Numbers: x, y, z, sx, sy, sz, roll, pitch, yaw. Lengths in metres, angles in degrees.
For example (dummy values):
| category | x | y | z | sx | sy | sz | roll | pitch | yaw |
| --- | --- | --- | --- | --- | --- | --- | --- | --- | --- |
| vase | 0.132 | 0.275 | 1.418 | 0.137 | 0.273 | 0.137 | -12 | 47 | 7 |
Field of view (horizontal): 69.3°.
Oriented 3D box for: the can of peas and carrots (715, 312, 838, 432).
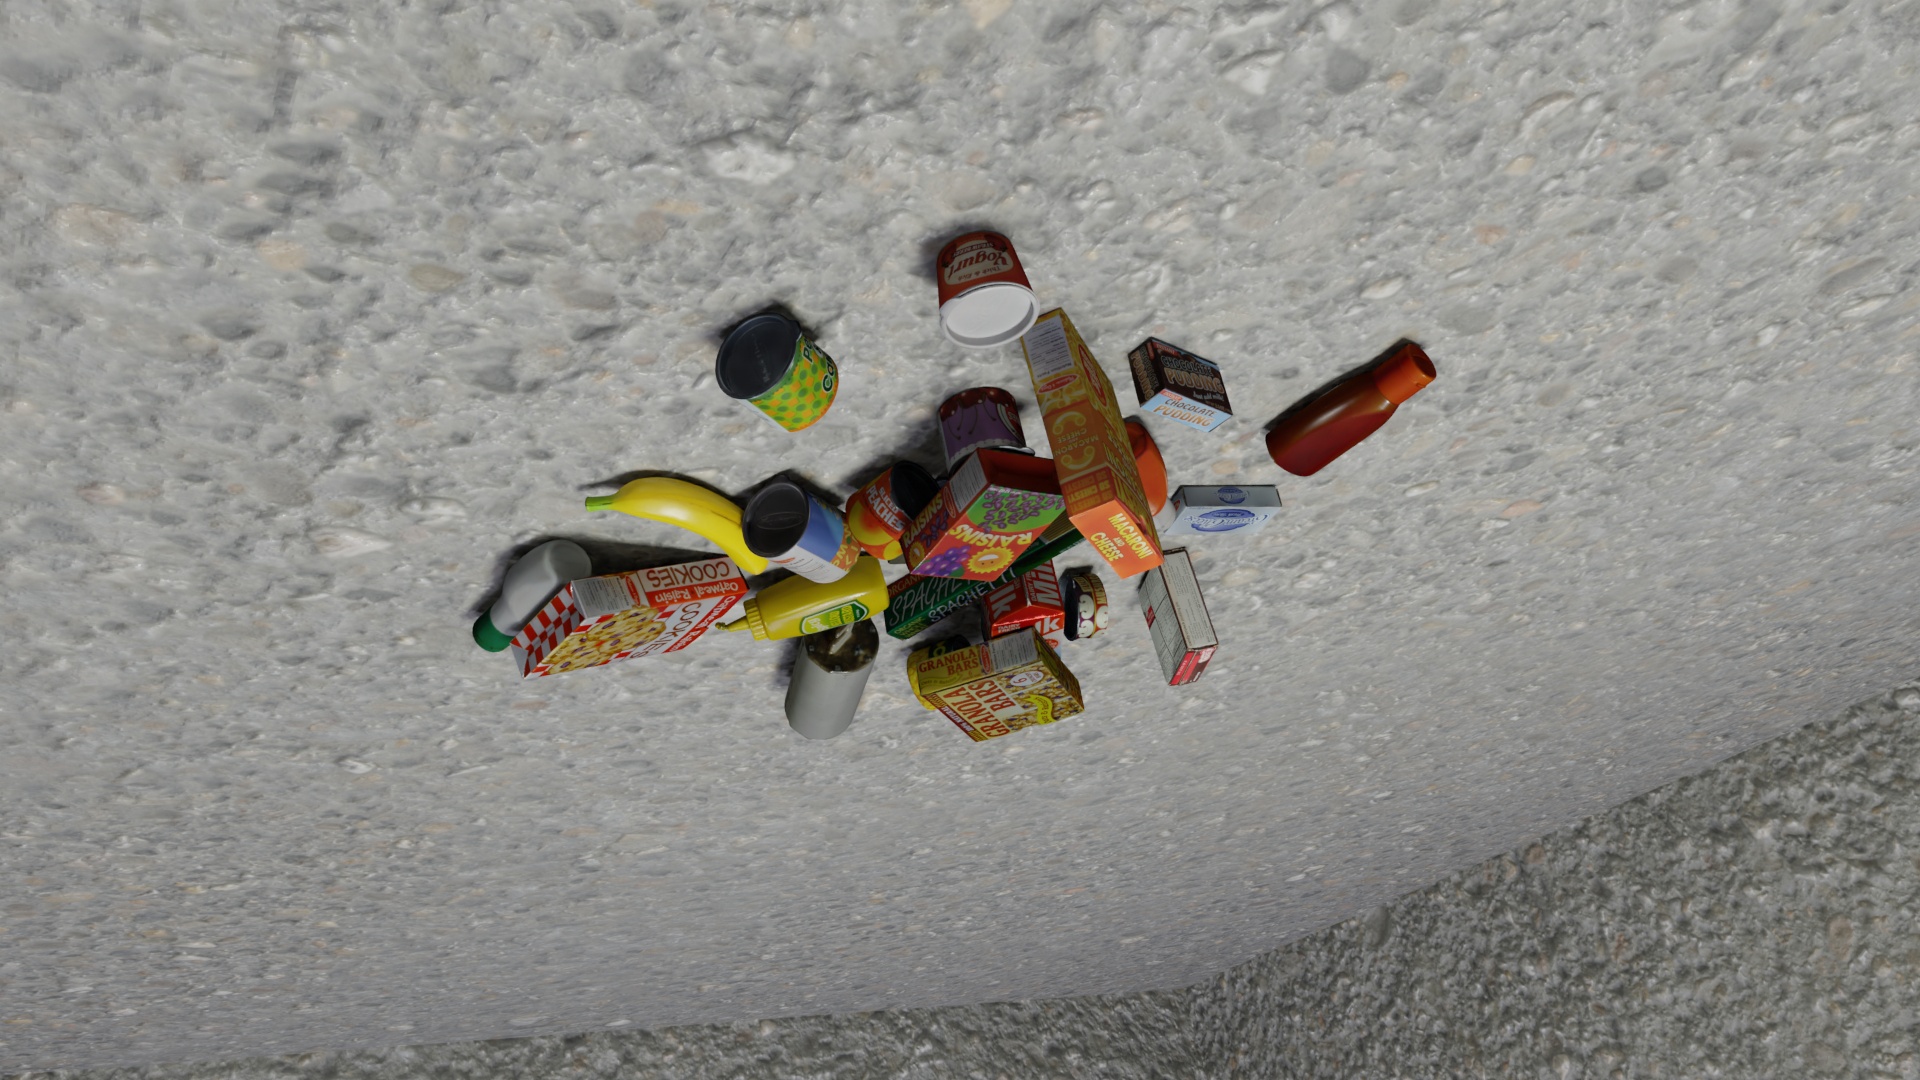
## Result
| category | x | y | z | sx | sy | sz | roll | pitch | yaw |
| --- | --- | --- | --- | --- | --- | --- | --- | --- | --- |
| can of peas and carrots | -0.124 | -0.117 | 0.962 | 0.071 | 0.071 | 0.058 | -23 | 150 | 19 |

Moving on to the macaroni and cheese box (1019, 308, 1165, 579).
| category | x | y | z | sx | sy | sz | roll | pitch | yaw |
| --- | --- | --- | --- | --- | --- | --- | --- | --- | --- |
| macaroni and cheese box | 0.098 | -0.070 | 1.027 | 0.040 | 0.167 | 0.123 | -22 | 150 | 16 |

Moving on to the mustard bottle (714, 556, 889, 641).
| category | x | y | z | sx | sy | sz | roll | pitch | yaw |
| --- | --- | --- | --- | --- | --- | --- | --- | --- | --- |
| mustard bottle | -0.147 | 0.061 | 1.278 | 0.160 | 0.049 | 0.065 | -17 | 152 | -6 |

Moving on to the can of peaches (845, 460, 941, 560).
| category | x | y | z | sx | sy | sz | roll | pitch | yaw |
| --- | --- | --- | --- | --- | --- | --- | --- | --- | --- |
| can of peaches | -0.055 | -0.024 | 1.155 | 0.058 | 0.071 | 0.071 | -32 | 146 | 33 |

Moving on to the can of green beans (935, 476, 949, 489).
| category | x | y | z | sx | sy | sz | roll | pitch | yaw |
| --- | --- | --- | --- | --- | --- | --- | --- | --- | --- |
| can of green beans | 0.004 | -0.017 | 1.193 | 0.058 | 0.071 | 0.071 | 11 | 144 | -37 |

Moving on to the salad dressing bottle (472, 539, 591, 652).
| category | x | y | z | sx | sy | sz | roll | pitch | yaw |
| --- | --- | --- | --- | --- | --- | --- | --- | --- | --- |
| salad dressing bottle | -0.372 | 0.051 | 1.193 | 0.064 | 0.044 | 0.147 | 10 | 146 | -43 |

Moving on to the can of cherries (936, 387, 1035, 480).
| category | x | y | z | sx | sy | sz | roll | pitch | yaw |
| --- | --- | --- | --- | --- | --- | --- | --- | --- | --- |
| can of cherries | 0.020 | -0.080 | 1.095 | 0.071 | 0.058 | 0.071 | -9 | 150 | -5 |

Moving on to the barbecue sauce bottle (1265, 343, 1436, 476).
| category | x | y | z | sx | sy | sz | roll | pitch | yaw |
| --- | --- | --- | --- | --- | --- | --- | --- | --- | --- |
| barbecue sauce bottle | 0.333 | -0.110 | 1.180 | 0.065 | 0.044 | 0.148 | 12 | 143 | -38 |

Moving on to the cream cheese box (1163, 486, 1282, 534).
| category | x | y | z | sx | sy | sz | roll | pitch | yaw |
| --- | --- | --- | --- | --- | --- | --- | --- | --- | --- |
| cream cheese box | 0.245 | -0.028 | 1.313 | 0.104 | 0.024 | 0.053 | -1 | 151 | -20 |

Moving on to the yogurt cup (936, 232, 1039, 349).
| category | x | y | z | sx | sy | sz | roll | pitch | yaw |
| --- | --- | --- | --- | --- | --- | --- | --- | --- | --- |
| yogurt cup | 0.015 | -0.169 | 0.934 | 0.072 | 0.054 | 0.072 | -10 | 152 | -5 |

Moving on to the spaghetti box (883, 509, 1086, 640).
| category | x | y | z | sx | sy | sz | roll | pitch | yaw |
| --- | --- | --- | --- | --- | --- | --- | --- | --- | --- |
| spaghetti box | 0.023 | 0.021 | 1.287 | 0.249 | 0.050 | 0.028 | -31 | 145 | 30 |

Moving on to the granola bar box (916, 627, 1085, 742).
| category | x | y | z | sx | sy | sz | roll | pitch | yaw |
| --- | --- | --- | --- | --- | --- | --- | --- | --- | --- |
| granola bar box | 0.043 | 0.148 | 1.385 | 0.124 | 0.039 | 0.165 | -18 | 151 | 13 |

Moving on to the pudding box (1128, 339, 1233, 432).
| category | x | y | z | sx | sy | sz | roll | pitch | yaw |
| --- | --- | --- | --- | --- | --- | --- | --- | --- | --- |
| pudding box | 0.172 | -0.121 | 1.089 | 0.084 | 0.050 | 0.030 | 15 | 143 | -39 |

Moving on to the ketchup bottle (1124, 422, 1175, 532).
| category | x | y | z | sx | sy | sz | roll | pitch | yaw |
| --- | --- | --- | --- | --- | --- | --- | --- | --- | --- |
| ketchup bottle | 0.153 | -0.050 | 1.216 | 0.064 | 0.044 | 0.148 | -20 | 151 | 15 |

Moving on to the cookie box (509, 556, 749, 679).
| category | x | y | z | sx | sy | sz | roll | pitch | yaw |
| --- | --- | --- | --- | --- | --- | --- | --- | --- | --- |
| cookie box | -0.286 | 0.067 | 1.210 | 0.168 | 0.040 | 0.122 | -9 | 158 | -47 |

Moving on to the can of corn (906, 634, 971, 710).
| category | x | y | z | sx | sy | sz | roll | pitch | yaw |
| --- | --- | --- | --- | --- | --- | --- | --- | --- | --- |
| can of corn | -0.018 | 0.140 | 1.469 | 0.058 | 0.071 | 0.071 | -23 | 150 | 19 |

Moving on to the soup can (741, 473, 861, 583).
| category | x | y | z | sx | sy | sz | roll | pitch | yaw |
| --- | --- | --- | --- | --- | --- | --- | --- | --- | --- |
| soup can | -0.130 | -0.009 | 1.156 | 0.071 | 0.071 | 0.083 | -24 | 153 | 20 |

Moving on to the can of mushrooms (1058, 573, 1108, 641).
| category | x | y | z | sx | sy | sz | roll | pitch | yaw |
| --- | --- | --- | --- | --- | --- | --- | --- | --- | --- |
| can of mushrooms | 0.122 | 0.065 | 1.390 | 0.033 | 0.071 | 0.070 | -5 | 151 | -13 |

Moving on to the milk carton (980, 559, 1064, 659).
| category | x | y | z | sx | sy | sz | roll | pitch | yaw |
| --- | --- | --- | --- | --- | --- | --- | --- | --- | --- |
| milk carton | 0.059 | 0.068 | 1.364 | 0.073 | 0.072 | 0.189 | -10 | 151 | -4 |

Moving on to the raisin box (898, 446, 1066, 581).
| category | x | y | z | sx | sy | sz | roll | pitch | yaw |
| --- | --- | --- | --- | --- | --- | --- | --- | --- | --- |
| raisin box | 0.019 | -0.018 | 1.093 | 0.086 | 0.040 | 0.122 | 6 | 142 | -35 |
